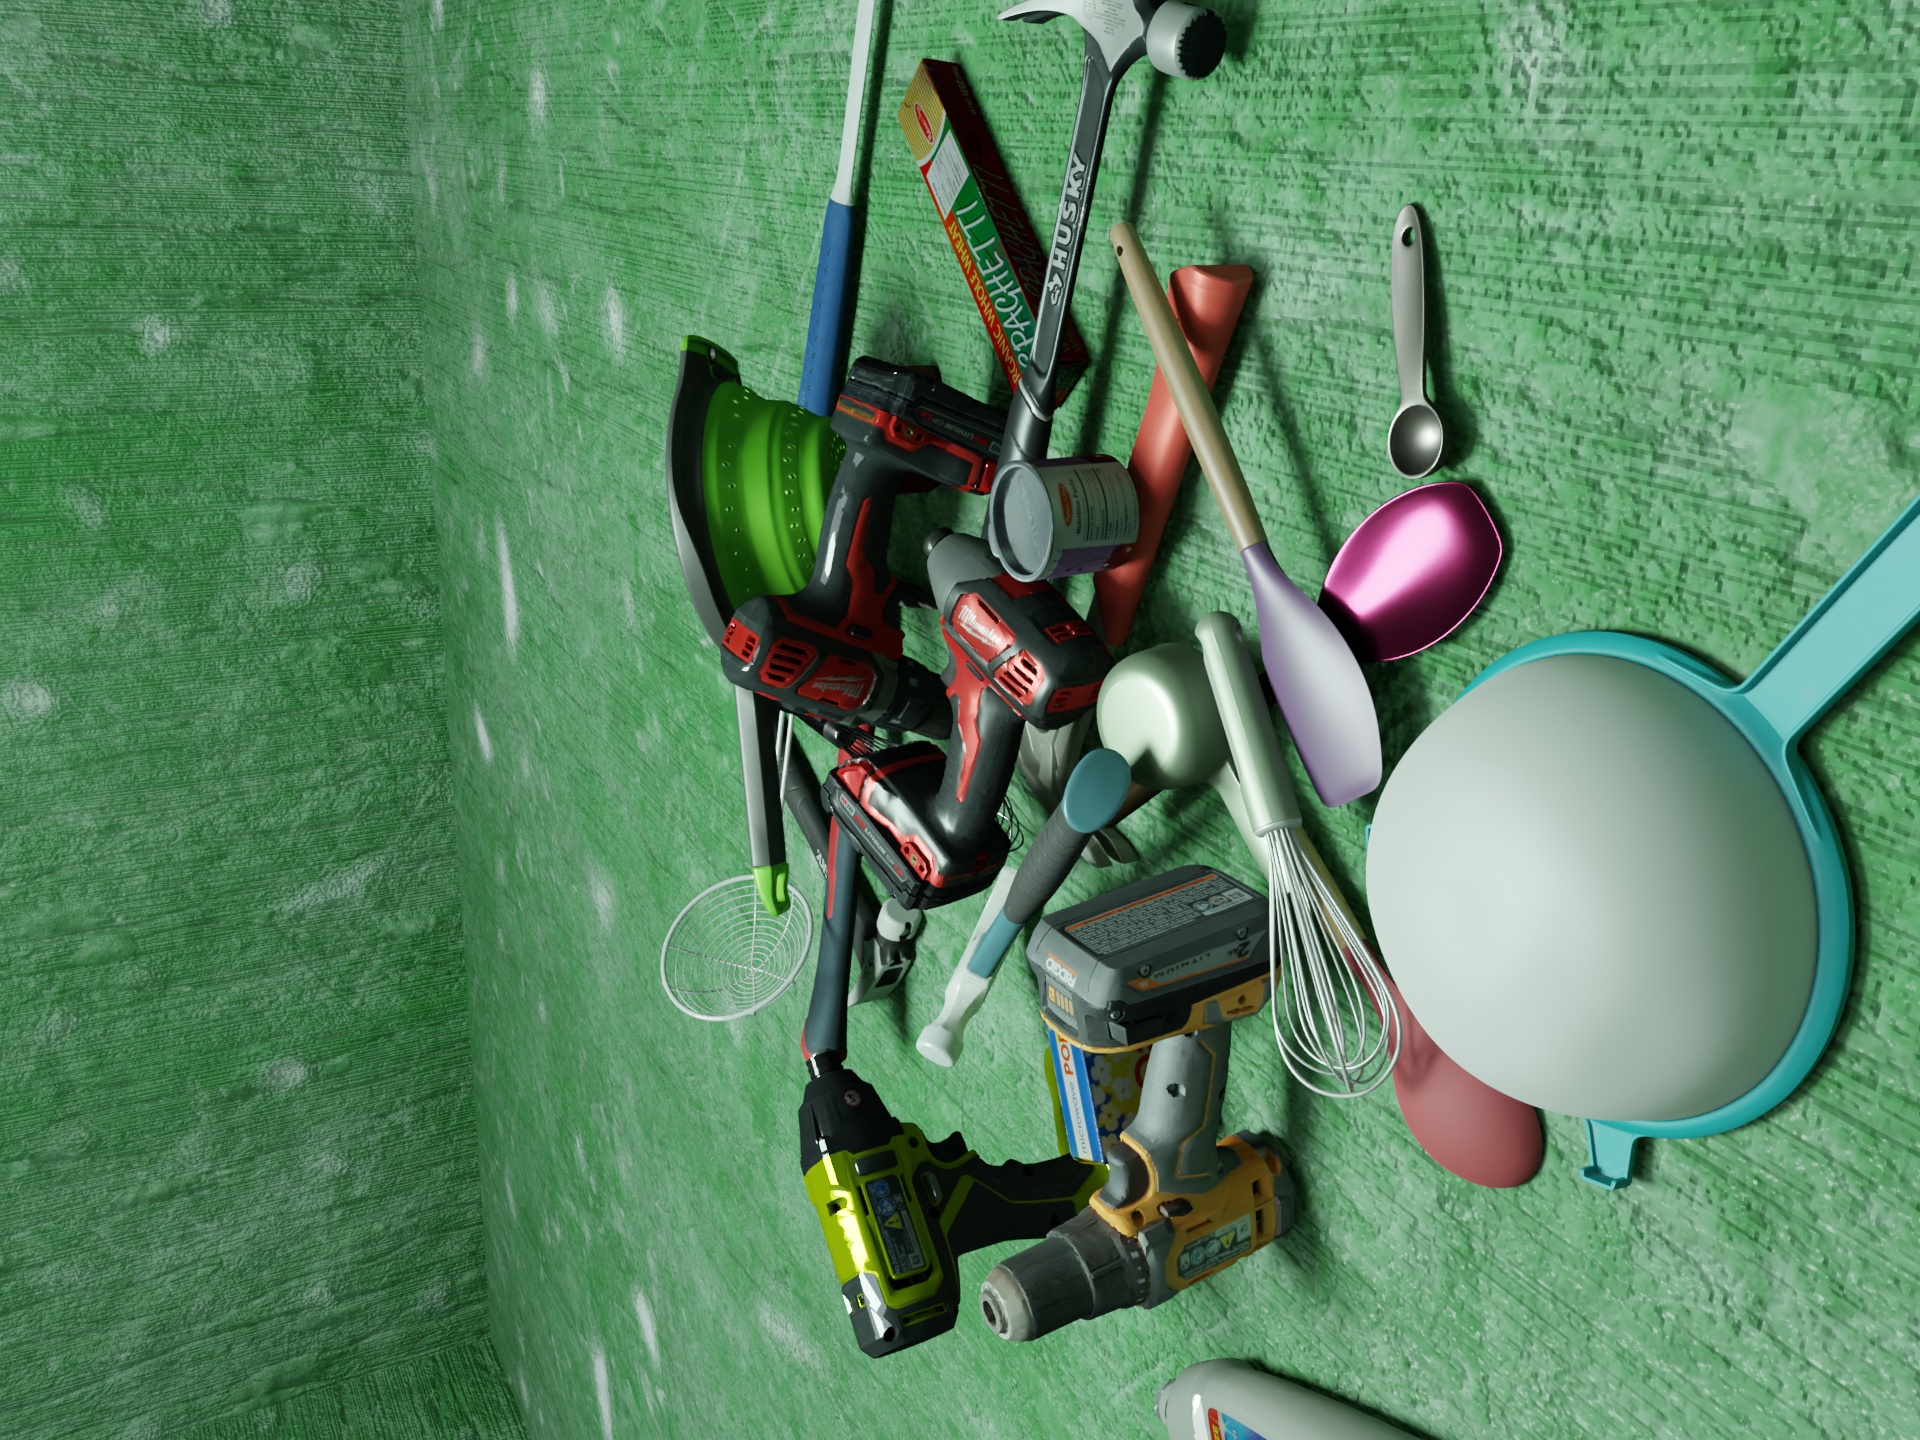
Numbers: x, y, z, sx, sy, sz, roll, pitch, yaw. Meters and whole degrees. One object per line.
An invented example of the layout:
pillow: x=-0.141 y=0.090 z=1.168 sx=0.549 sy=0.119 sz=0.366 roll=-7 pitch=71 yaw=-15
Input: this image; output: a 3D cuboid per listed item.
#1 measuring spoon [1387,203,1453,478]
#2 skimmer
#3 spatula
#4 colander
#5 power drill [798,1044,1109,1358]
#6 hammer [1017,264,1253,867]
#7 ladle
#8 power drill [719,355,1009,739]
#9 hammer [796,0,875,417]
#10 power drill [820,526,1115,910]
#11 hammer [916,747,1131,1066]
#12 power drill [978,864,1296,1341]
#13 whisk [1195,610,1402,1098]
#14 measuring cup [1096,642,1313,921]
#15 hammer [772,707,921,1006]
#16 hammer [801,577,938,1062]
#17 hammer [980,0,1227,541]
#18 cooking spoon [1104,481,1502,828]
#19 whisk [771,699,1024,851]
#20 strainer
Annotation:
measuring spoon: x=0.207 y=-0.170 z=0.713 sx=0.034 sy=0.018 sz=0.124 roll=-6 pitch=86 yaw=62
skimmer: x=-0.156 y=0.048 z=1.227 sx=0.127 sy=0.090 sz=0.363 roll=11 pitch=98 yaw=28
spatula: x=0.137 y=-0.109 z=0.785 sx=0.059 sy=0.018 sz=0.316 roll=-38 pitch=68 yaw=55
colander: x=-0.112 y=-0.066 z=1.090 sx=0.204 sy=0.094 sz=0.397 roll=-14 pitch=-81 yaw=-79
power drill: x=0.018 y=0.259 z=0.950 sx=0.080 sy=0.223 sz=0.171 roll=-54 pitch=51 yaw=52
hammer: x=0.099 y=-0.087 z=0.907 sx=0.149 sy=0.036 sz=0.358 roll=55 pitch=143 yaw=39
ladle: x=0.188 y=0.092 z=0.804 sx=0.069 sy=0.031 sz=0.316 roll=-59 pitch=45 yaw=40
power drill: x=-0.034 y=-0.099 z=1.026 sx=0.080 sy=0.187 sz=0.226 roll=33 pitch=102 yaw=54
hammer: x=-0.083 y=-0.388 z=1.160 sx=0.144 sy=0.035 sz=0.405 roll=50 pitch=139 yaw=45
power drill: x=-0.002 y=-0.003 z=0.955 sx=0.143 sy=0.078 sz=0.219 roll=49 pitch=134 yaw=28
hammer: x=0.039 y=0.106 z=0.947 sx=0.128 sy=0.033 sz=0.330 roll=-61 pitch=-2 yaw=-29
power drill: x=0.087 y=0.207 z=0.826 sx=0.084 sy=0.185 sz=0.226 roll=29 pitch=130 yaw=56
whisk: x=0.156 y=0.060 z=0.772 sx=0.059 sy=0.057 sz=0.246 roll=-20 pitch=72 yaw=20
measuring cup: x=0.125 y=0.036 z=0.820 sx=0.168 sy=0.038 sz=0.083 roll=61 pitch=141 yaw=22
hammer: x=-0.127 y=0.094 z=1.374 sx=0.335 sy=0.035 sz=0.146 roll=59 pitch=144 yaw=36
hammer: x=-0.079 y=0.082 z=1.223 sx=0.143 sy=0.038 sz=0.386 roll=18 pitch=105 yaw=58
hammer: x=0.044 y=-0.207 z=0.918 sx=0.149 sy=0.036 sz=0.408 roll=40 pitch=130 yaw=41
cooking spoon: x=0.157 y=-0.016 z=0.812 sx=0.318 sy=0.017 sz=0.069 roll=-45 pitch=62 yaw=49
whisk: x=-0.063 y=0.022 z=1.135 sx=0.285 sy=0.070 sz=0.070 roll=34 pitch=128 yaw=35
strainer: x=0.251 y=0.032 z=0.596 sx=0.211 sy=0.095 sz=0.340 roll=62 pitch=148 yaw=32
